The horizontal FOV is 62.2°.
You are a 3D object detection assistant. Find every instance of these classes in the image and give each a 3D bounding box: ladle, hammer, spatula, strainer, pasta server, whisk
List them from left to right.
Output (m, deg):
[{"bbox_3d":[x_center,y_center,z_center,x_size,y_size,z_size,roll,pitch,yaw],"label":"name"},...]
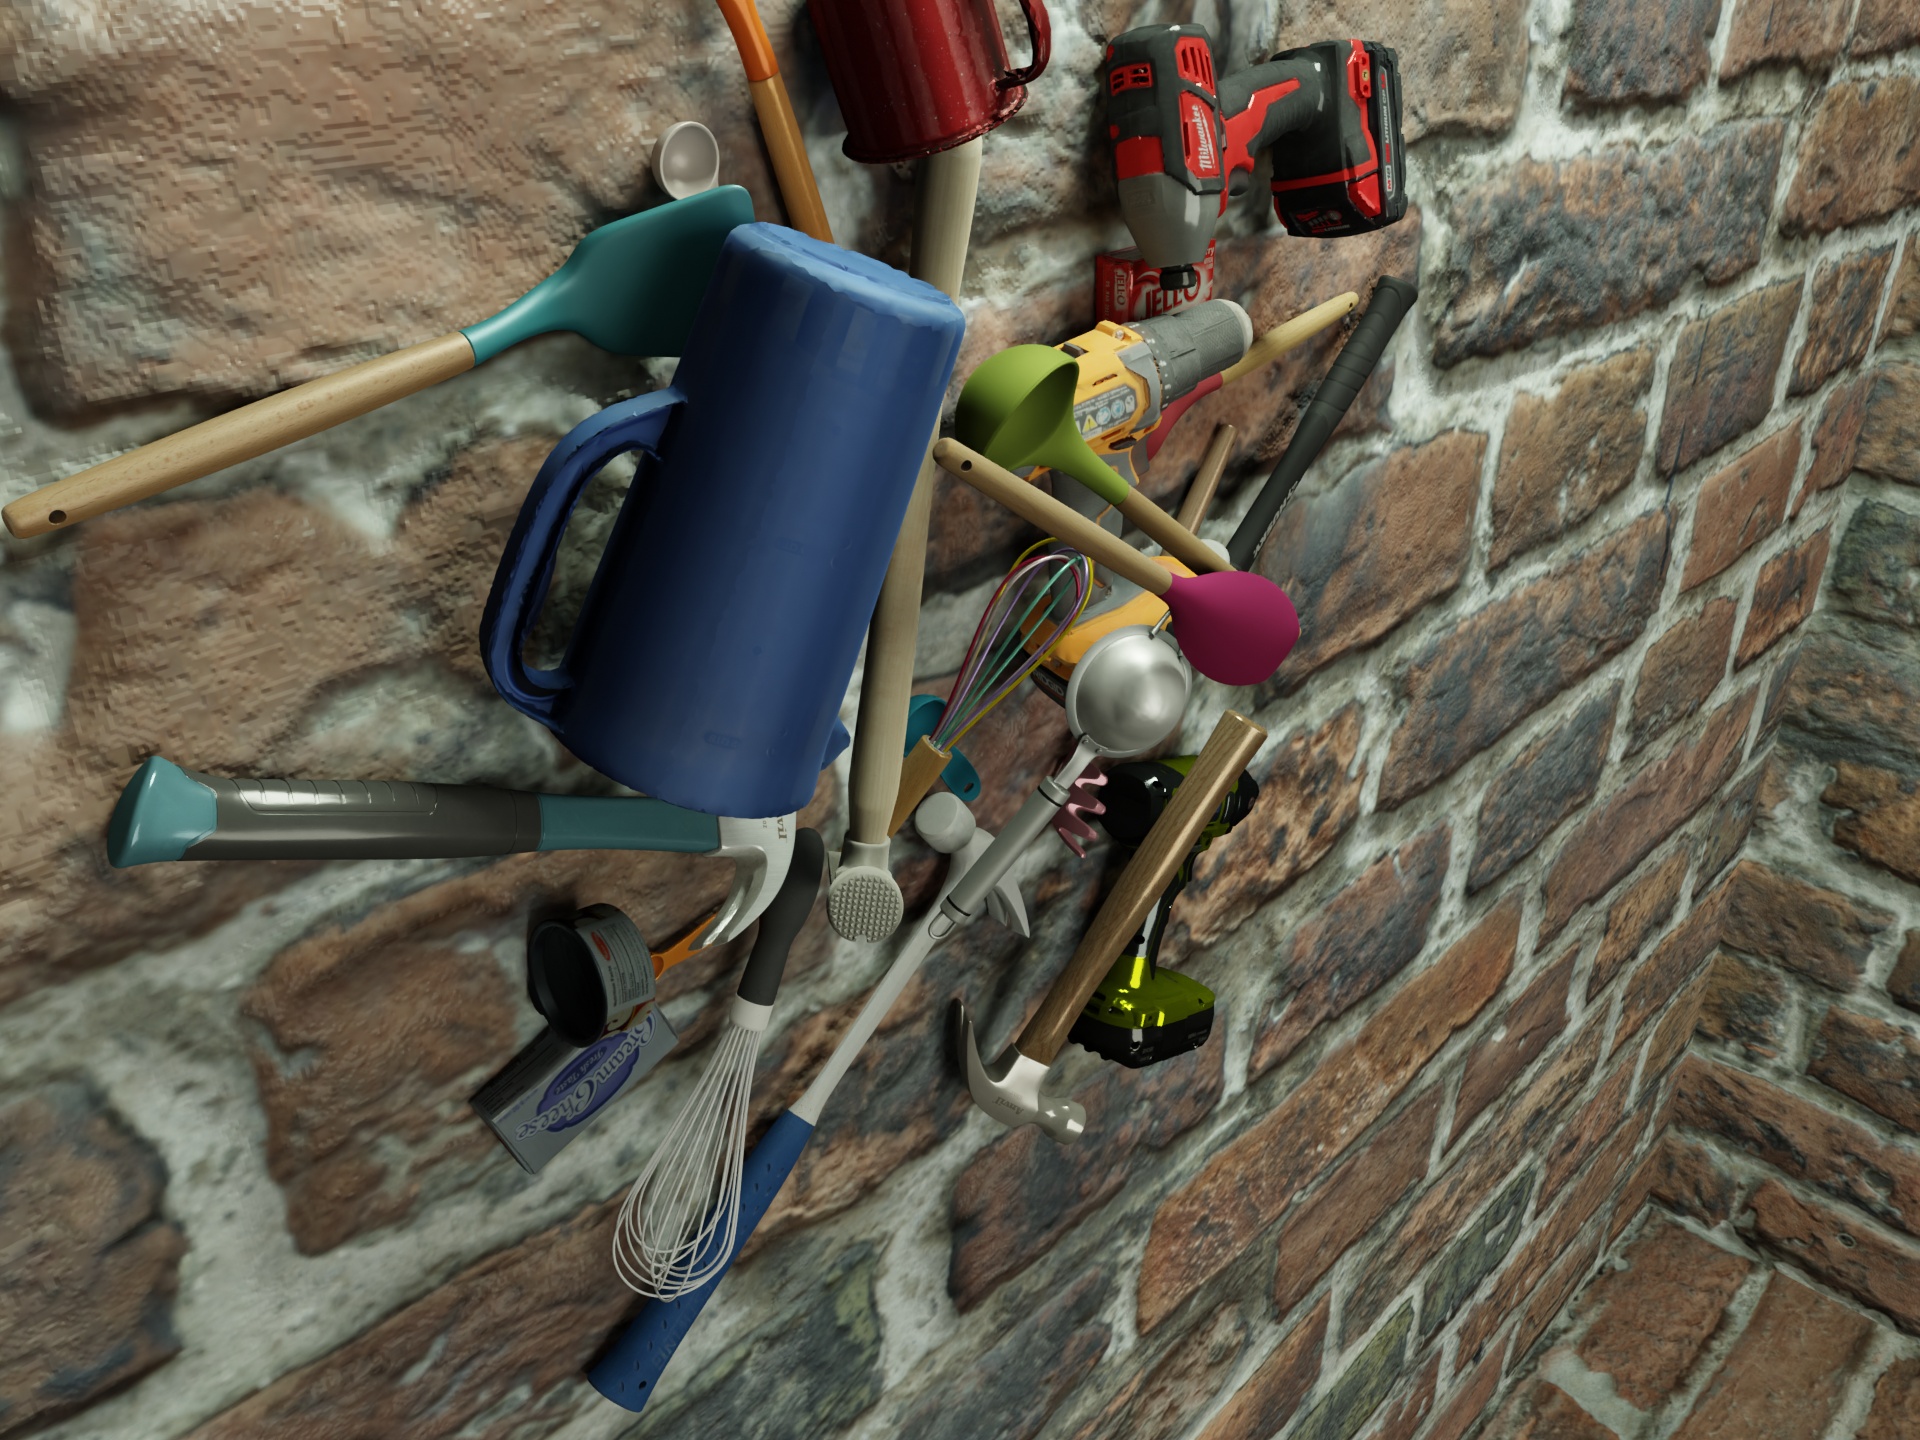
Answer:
[{"bbox_3d":[-0.215,-0.137,0.636,0.317,0.044,0.082,-34,143,-33],"label":"spatula"},{"bbox_3d":[-0.208,0.045,0.724,0.330,0.033,0.128,5,73,-46],"label":"hammer"},{"bbox_3d":[-0.128,0.196,0.905,0.070,0.070,0.284,16,94,-52],"label":"whisk"},{"bbox_3d":[-0.080,-0.270,0.729,0.081,0.041,0.322,-32,135,-15],"label":"spatula"},{"bbox_3d":[-0.090,0.242,0.996,0.405,0.035,0.143,-55,141,-14],"label":"hammer"},{"bbox_3d":[-0.031,-0.099,0.840,0.038,0.146,0.410,7,96,-7],"label":"hammer"},{"bbox_3d":[-0.003,-0.004,0.923,0.245,0.047,0.051,-54,-179,16],"label":"whisk"},{"bbox_3d":[0.064,0.038,0.965,0.086,0.050,0.258,32,103,-31],"label":"strainer"},{"bbox_3d":[0.108,0.137,1.104,0.130,0.031,0.331,29,97,-25],"label":"hammer"},{"bbox_3d":[0.130,-0.057,1.099,0.316,0.040,0.060,-66,168,-3],"label":"pasta server"},{"bbox_3d":[0.112,-0.110,0.901,0.319,0.062,0.078,31,104,-40],"label":"ladle"},{"bbox_3d":[0.185,-0.239,1.079,0.315,0.031,0.069,-35,136,-37],"label":"ladle"},{"bbox_3d":[0.249,-0.194,1.154,0.335,0.035,0.146,-57,158,-18],"label":"hammer"}]

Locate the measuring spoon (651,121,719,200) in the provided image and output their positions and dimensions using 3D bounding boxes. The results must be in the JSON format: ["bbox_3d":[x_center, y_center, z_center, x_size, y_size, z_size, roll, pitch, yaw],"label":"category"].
[{"bbox_3d":[-0.112,-0.225,0.741,0.034,0.018,0.124,-53,148,-17],"label":"measuring spoon"}]

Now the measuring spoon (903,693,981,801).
[{"bbox_3d":[-0.015,0.018,0.987,0.042,0.021,0.128,-46,149,-6],"label":"measuring spoon"}]

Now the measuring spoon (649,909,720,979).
[{"bbox_3d":[-0.139,0.114,0.892,0.117,0.011,0.021,-32,137,-41],"label":"measuring spoon"}]

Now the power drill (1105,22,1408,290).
[{"bbox_3d":[0.175,-0.338,0.955,0.219,0.079,0.143,-19,108,-40],"label":"power drill"}]

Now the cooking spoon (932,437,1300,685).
[{"bbox_3d":[0.096,-0.084,0.877,0.318,0.017,0.068,24,105,-43],"label":"cooking spoon"}]

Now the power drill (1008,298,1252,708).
[{"bbox_3d":[0.105,-0.135,0.967,0.185,0.084,0.226,-28,128,-19],"label":"power drill"}]

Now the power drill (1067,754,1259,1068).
[{"bbox_3d":[0.157,0.137,1.206,0.171,0.080,0.223,-3,108,-49],"label":"power drill"}]
